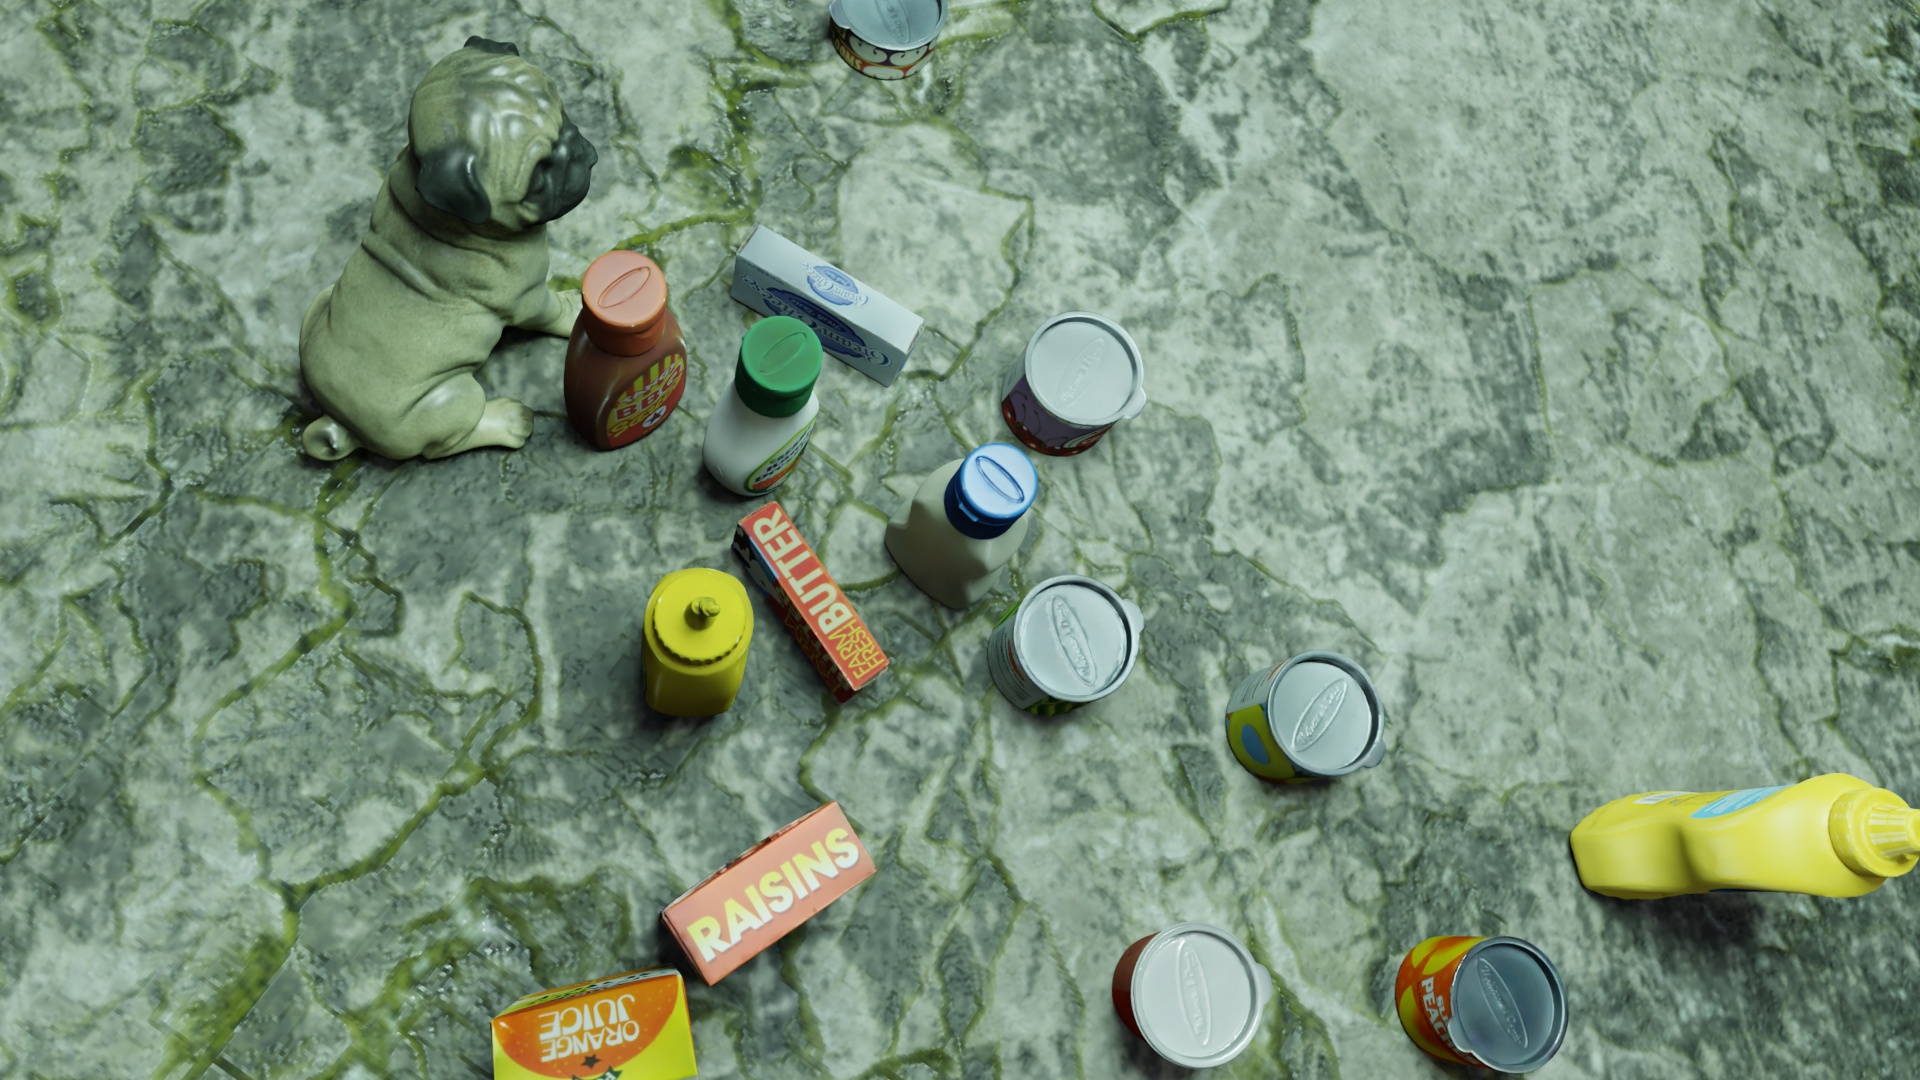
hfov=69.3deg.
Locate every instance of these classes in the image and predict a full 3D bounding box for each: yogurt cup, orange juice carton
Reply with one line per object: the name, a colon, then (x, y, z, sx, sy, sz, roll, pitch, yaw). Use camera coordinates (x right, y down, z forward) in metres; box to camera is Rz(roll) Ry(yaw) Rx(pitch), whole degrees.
yogurt cup: (0.110, 0.226, 0.695, 0.072, 0.053, 0.072, 3, 74, -12)
orange juice carton: (-0.145, 0.219, 0.565, 0.072, 0.192, 0.073, -9, 78, -15)

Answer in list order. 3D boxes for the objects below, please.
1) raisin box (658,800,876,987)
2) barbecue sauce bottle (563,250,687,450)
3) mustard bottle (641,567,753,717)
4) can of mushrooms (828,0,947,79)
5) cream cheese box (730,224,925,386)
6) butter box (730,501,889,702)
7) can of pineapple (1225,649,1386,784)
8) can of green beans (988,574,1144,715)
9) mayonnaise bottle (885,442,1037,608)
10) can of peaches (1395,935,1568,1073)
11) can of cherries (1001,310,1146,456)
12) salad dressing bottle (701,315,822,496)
raisin box: (-0.091, 0.160, 0.631, 0.086, 0.123, 0.040, -31, 84, -18)
barbecue sauce bottle: (-0.162, -0.092, 0.670, 0.065, 0.148, 0.043, -42, 88, -19)
mustard bottle: (-0.121, 0.042, 0.636, 0.049, 0.159, 0.065, 3, 75, -12)
can of mushrooms: (-0.045, -0.308, 0.818, 0.071, 0.033, 0.071, 3, 74, -12)
cream cheese box: (-0.073, -0.126, 0.751, 0.104, 0.053, 0.024, 30, 71, -4)
butter box: (-0.077, 0.032, 0.706, 0.024, 0.053, 0.103, -34, 85, -19)
can of pineapple: (0.185, 0.098, 0.746, 0.071, 0.057, 0.071, 3, 74, -12)
can of green beans: (0.052, 0.056, 0.727, 0.071, 0.057, 0.071, 3, 74, -12)
mayonnaise bottle: (0.002, -0.009, 0.685, 0.065, 0.147, 0.041, 44, 71, 1)
can of peaches: (0.269, 0.241, 0.725, 0.071, 0.058, 0.071, 3, 74, -12)
can of cherries: (0.062, -0.083, 0.767, 0.071, 0.058, 0.071, 3, 74, -12)
salad dressing bottle: (-0.095, -0.064, 0.679, 0.044, 0.147, 0.064, 45, 71, 2)
